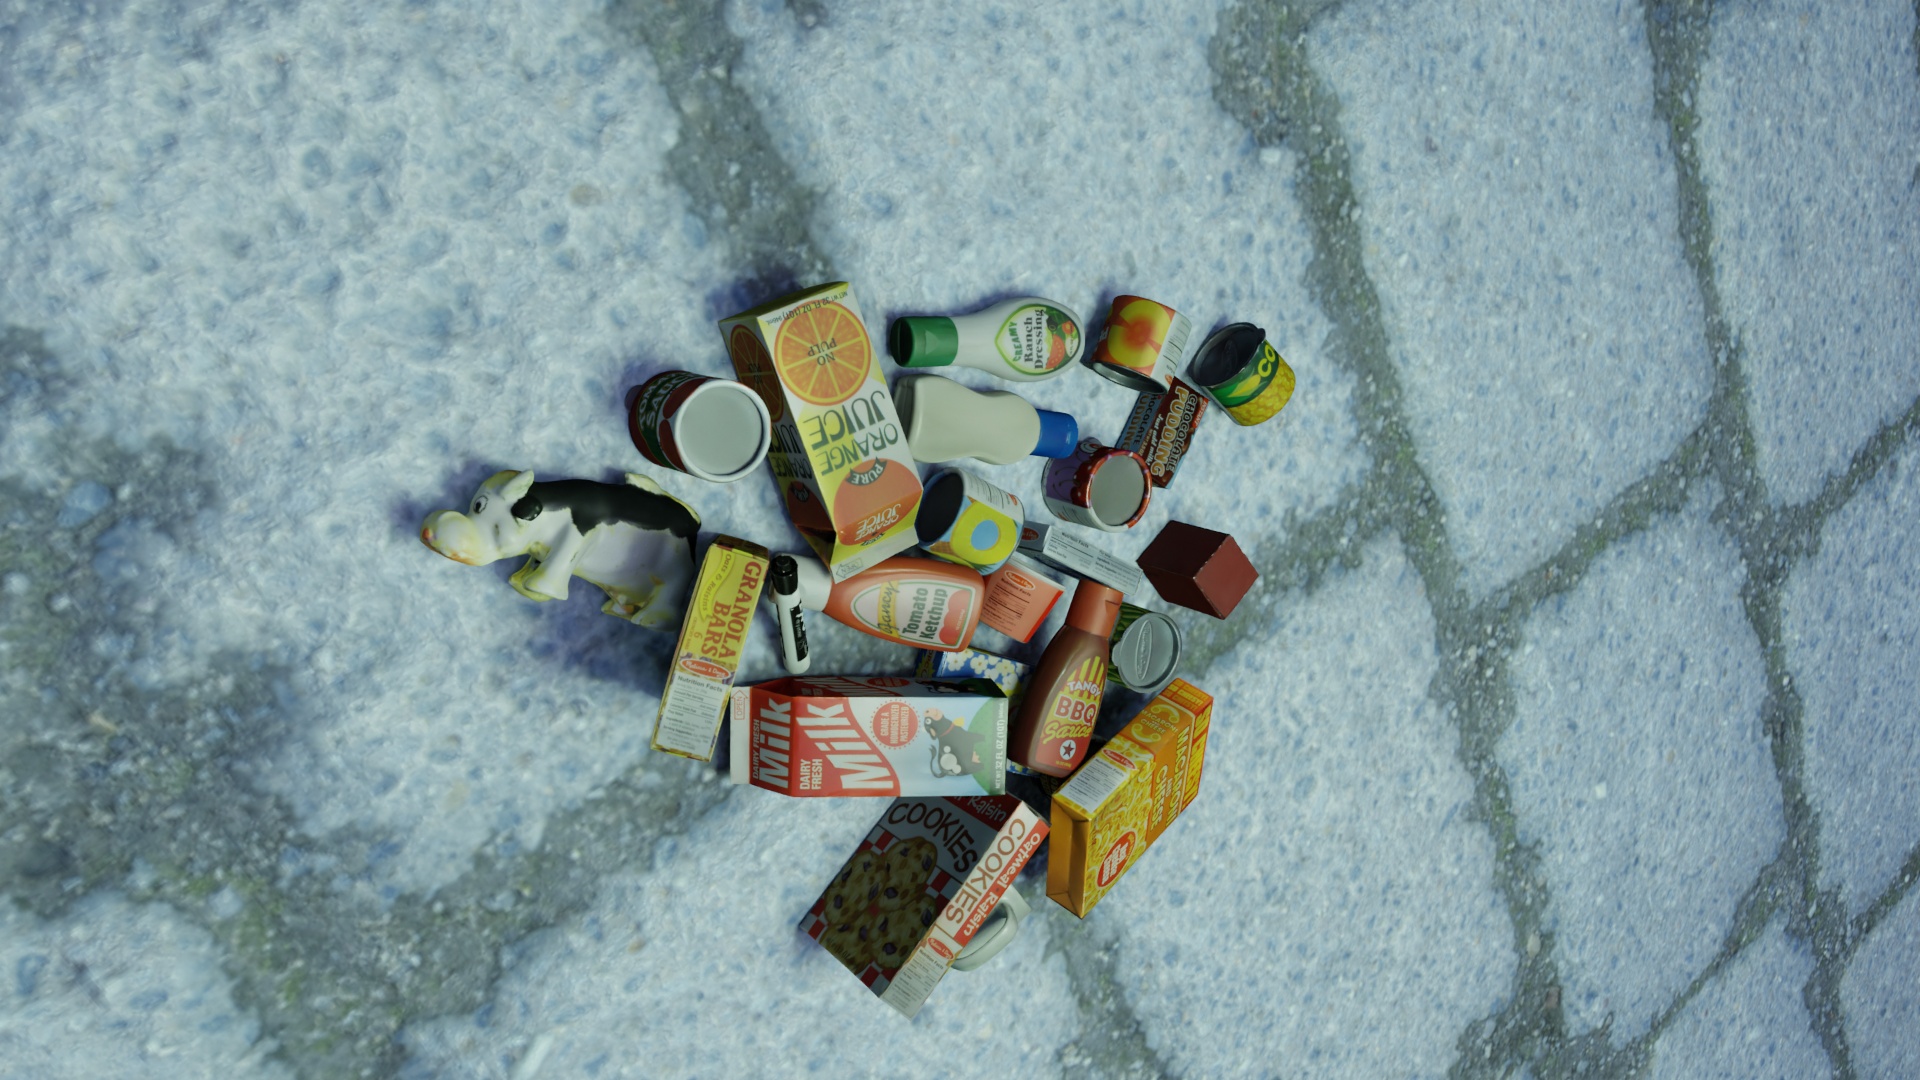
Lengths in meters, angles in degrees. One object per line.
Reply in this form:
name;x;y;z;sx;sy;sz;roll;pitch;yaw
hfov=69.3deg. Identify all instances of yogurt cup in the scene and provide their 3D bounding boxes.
yogurt cup;0.039;0.042;1.058;0.072;0.072;0.054;27;92;-33

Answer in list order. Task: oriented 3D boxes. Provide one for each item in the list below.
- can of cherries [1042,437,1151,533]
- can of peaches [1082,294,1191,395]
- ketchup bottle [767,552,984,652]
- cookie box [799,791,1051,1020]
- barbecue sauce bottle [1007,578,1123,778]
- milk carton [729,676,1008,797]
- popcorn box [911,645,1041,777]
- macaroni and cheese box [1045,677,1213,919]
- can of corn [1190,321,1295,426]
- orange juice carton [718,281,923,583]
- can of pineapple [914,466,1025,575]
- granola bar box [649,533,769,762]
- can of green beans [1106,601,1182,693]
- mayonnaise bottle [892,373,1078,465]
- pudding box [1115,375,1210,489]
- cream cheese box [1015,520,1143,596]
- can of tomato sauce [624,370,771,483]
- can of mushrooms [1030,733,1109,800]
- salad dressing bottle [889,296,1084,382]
can of cherries;0.108;-0.045;1.087;0.072;0.058;0.071;-7;103;-31
can of peaches;0.138;-0.153;1.084;0.071;0.071;0.058;23;86;-33
ketchup bottle;-0.061;0.038;0.989;0.149;0.044;0.064;11;109;-18
cookie box;-0.026;0.247;1.017;0.168;0.123;0.040;-51;122;-14
barbecue sauce bottle;0.084;0.104;1.061;0.065;0.043;0.148;20;87;-39
milk carton;-0.066;0.137;0.980;0.191;0.073;0.072;1;95;-9
popcorn box;0.018;0.129;1.074;0.127;0.038;0.085;18;90;-33
macaroni and cheese box;0.134;0.203;1.107;0.167;0.040;0.123;-36;141;-37
can of corn;0.235;-0.137;1.143;0.058;0.071;0.071;40;77;-32
orange juice carton;-0.088;-0.072;0.941;0.072;0.073;0.192;-26;106;-26
can of pineapple;0.004;-0.013;1.023;0.058;0.071;0.071;26;85;-33
granola bar box;-0.156;0.062;0.878;0.039;0.165;0.124;17;90;-8
can of green beans;0.136;0.085;1.128;0.071;0.058;0.071;-7;103;-31
mayonnaise bottle;0.019;-0.085;1.035;0.148;0.041;0.064;5;97;-34
pudding box;0.163;-0.089;1.131;0.049;0.030;0.084;30;83;-33
cream cheese box;0.089;0.013;1.089;0.104;0.053;0.024;25;84;-33
can of tomato sauce;-0.169;-0.075;0.892;0.071;0.083;0.071;-7;103;-31
can of mushrooms;0.095;0.189;1.136;0.071;0.033;0.071;-7;103;-31
salad dressing bottle;0.020;-0.147;1.022;0.148;0.044;0.064;-7;101;-31
